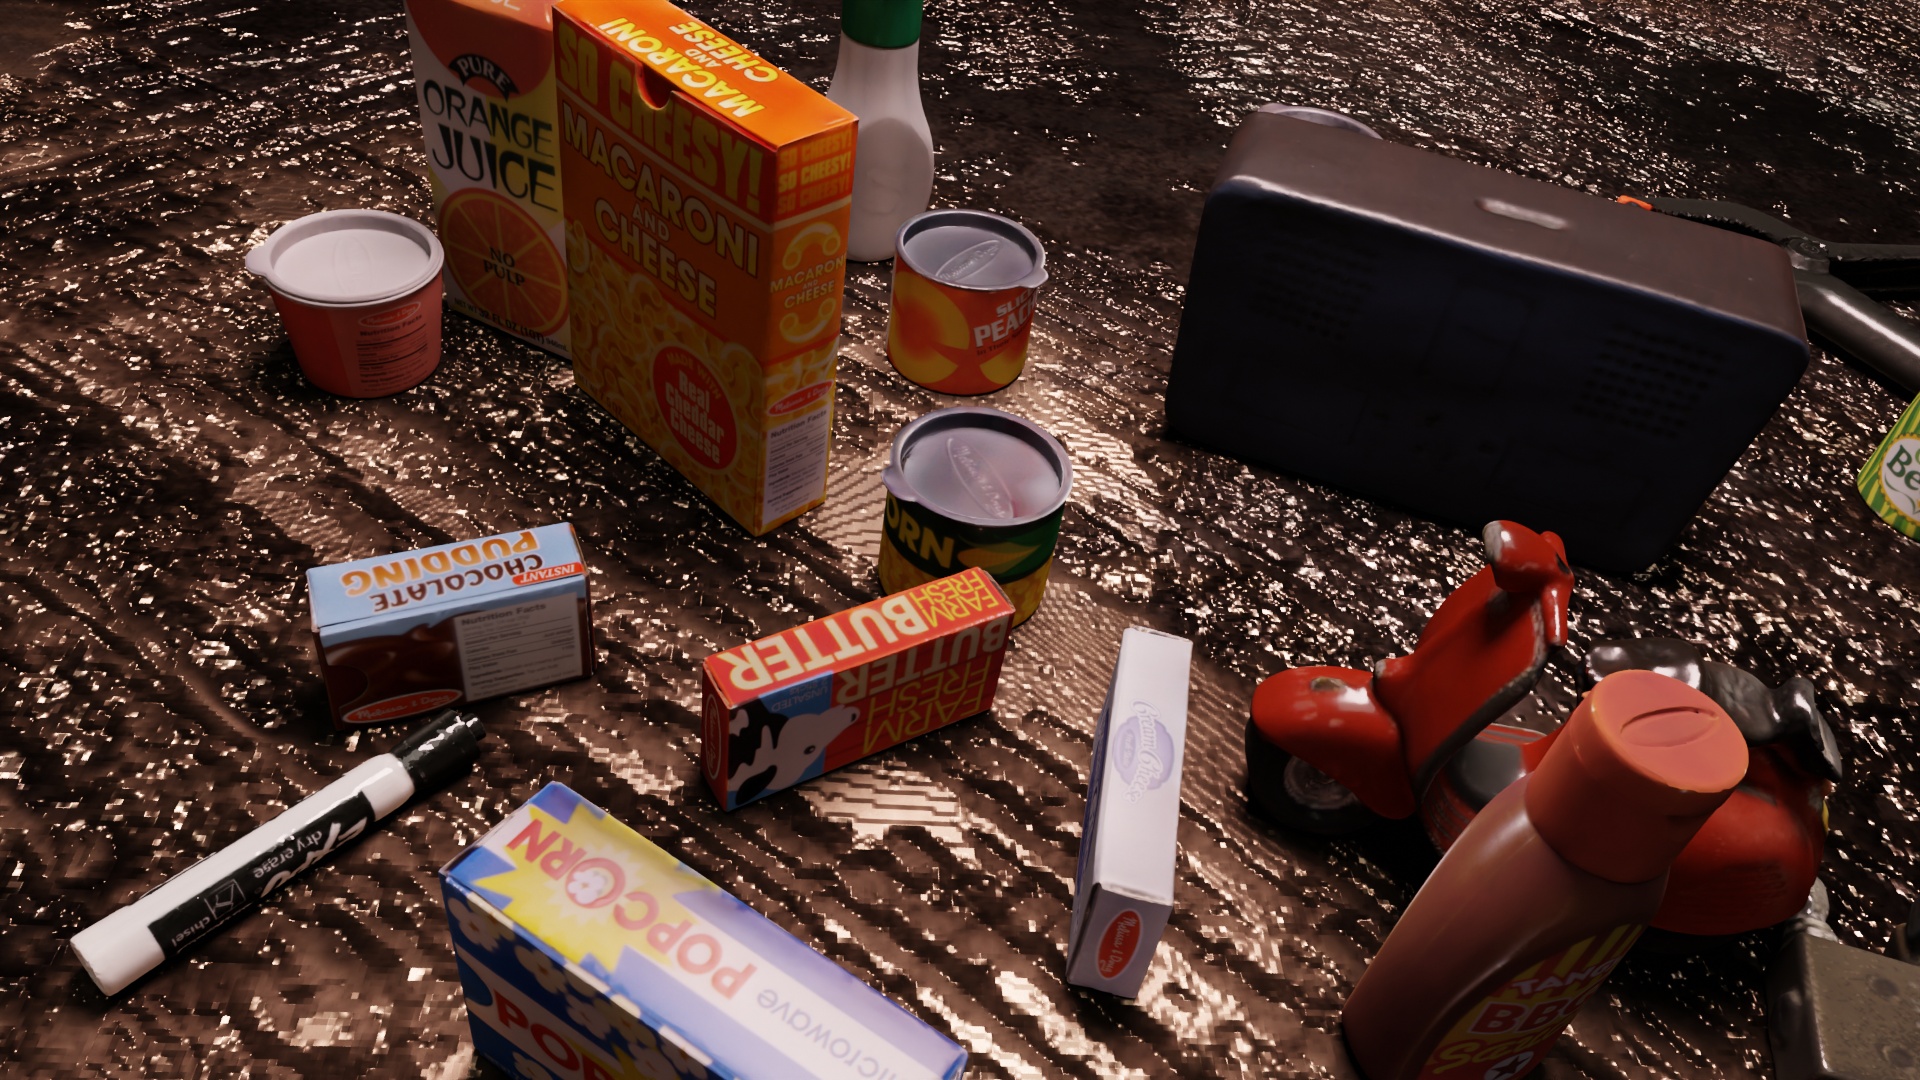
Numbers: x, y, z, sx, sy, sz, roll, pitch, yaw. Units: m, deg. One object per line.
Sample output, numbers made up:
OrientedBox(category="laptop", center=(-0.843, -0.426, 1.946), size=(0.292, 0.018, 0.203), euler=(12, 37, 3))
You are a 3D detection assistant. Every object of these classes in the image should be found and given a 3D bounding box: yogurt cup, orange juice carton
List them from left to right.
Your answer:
OrientedBox(category="yogurt cup", center=(-0.244, -0.095, 0.567), size=(0.072, 0.053, 0.073), euler=(6, 42, -5))
OrientedBox(category="orange juice carton", center=(-0.168, -0.177, 0.567), size=(0.072, 0.191, 0.073), euler=(23, 44, 14))

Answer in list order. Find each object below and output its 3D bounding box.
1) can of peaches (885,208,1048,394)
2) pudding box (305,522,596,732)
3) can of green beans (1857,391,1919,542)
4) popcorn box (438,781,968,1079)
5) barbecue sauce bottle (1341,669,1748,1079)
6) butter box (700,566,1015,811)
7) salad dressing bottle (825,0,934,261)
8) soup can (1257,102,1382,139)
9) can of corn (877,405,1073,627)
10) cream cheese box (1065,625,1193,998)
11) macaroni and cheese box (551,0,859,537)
OrientedBox(category="can of peaches", center=(0.003, -0.106, 0.623), size=(0.071, 0.057, 0.071), euler=(6, 42, -5))
OrientedBox(category="pudding box", center=(-0.164, 0.027, 0.452), size=(0.084, 0.049, 0.030), euler=(-13, 47, -23))
OrientedBox(category="can of green beans", center=(0.458, -0.035, 0.634), size=(0.071, 0.057, 0.071), euler=(6, 42, -5))
OrientedBox(category="popcorn box", center=(-0.064, 0.125, 0.340), size=(0.127, 0.084, 0.038), euler=(28, 45, 18))
OrientedBox(category="barbecue sauce bottle", center=(0.152, 0.095, 0.367), size=(0.065, 0.147, 0.044), euler=(-8, 45, -19))
OrientedBox(category="butter box", center=(-0.034, 0.047, 0.454), size=(0.104, 0.052, 0.024), euler=(-18, 49, -27))
OrientedBox(category="salad dressing bottle", center=(-0.041, -0.206, 0.656), size=(0.064, 0.146, 0.044), euler=(-9, 46, -20))
OrientedBox(category="soup can", center=(0.169, -0.167, 0.702), size=(0.071, 0.083, 0.072), euler=(6, 42, -5))
OrientedBox(category="can of corn", center=(0.002, -0.006, 0.515), size=(0.071, 0.058, 0.071), euler=(6, 42, -5))
OrientedBox(category="cream cheese box", center=(0.053, 0.082, 0.432), size=(0.024, 0.053, 0.104), euler=(12, 42, 2))
OrientedBox(category="macaroni and cheese box", center=(-0.098, -0.101, 0.518), size=(0.124, 0.165, 0.040), euler=(37, 49, 27))
